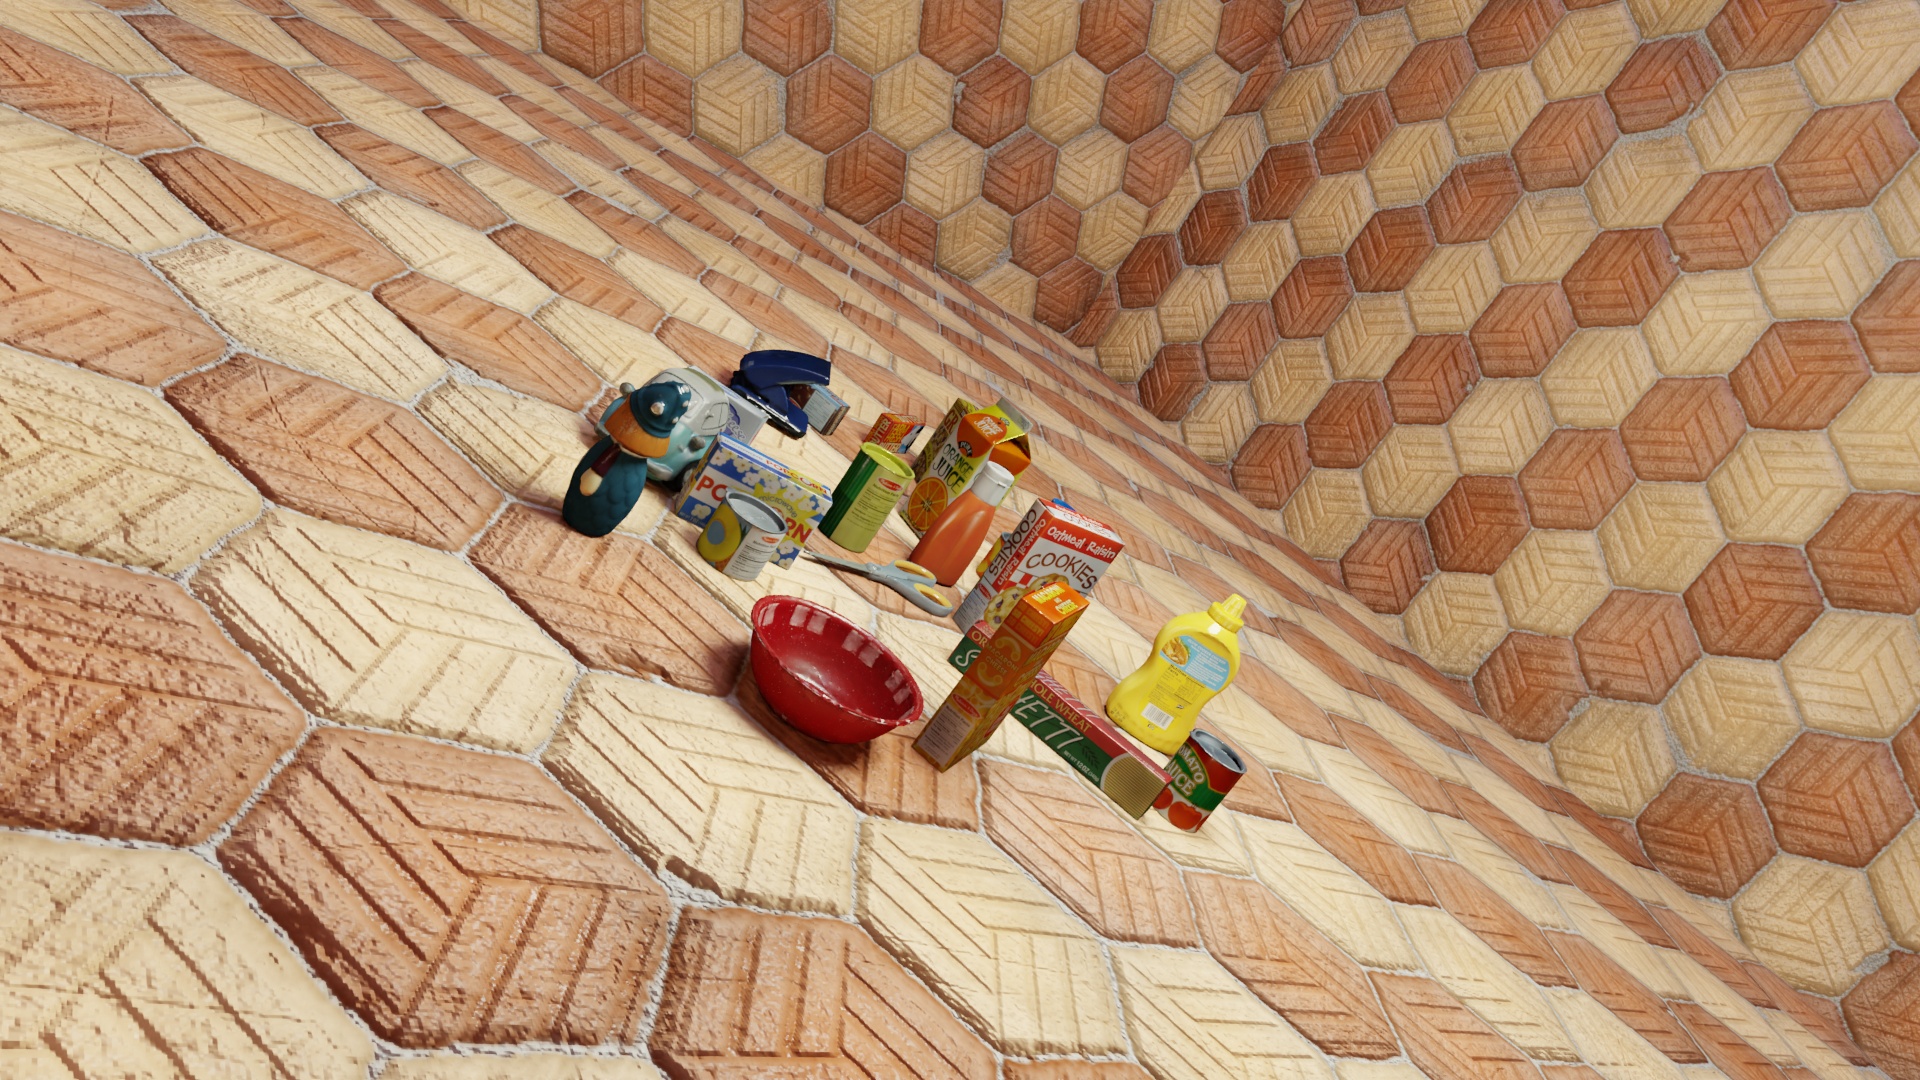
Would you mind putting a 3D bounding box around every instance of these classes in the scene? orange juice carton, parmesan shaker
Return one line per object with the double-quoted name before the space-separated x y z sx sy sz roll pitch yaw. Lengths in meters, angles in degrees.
"orange juice carton" 0.016 -0.081 1.690 0.073 0.192 0.072 19 22 -44
"parmesan shaker" -0.107 -0.047 1.510 0.071 0.102 0.071 32 16 -10

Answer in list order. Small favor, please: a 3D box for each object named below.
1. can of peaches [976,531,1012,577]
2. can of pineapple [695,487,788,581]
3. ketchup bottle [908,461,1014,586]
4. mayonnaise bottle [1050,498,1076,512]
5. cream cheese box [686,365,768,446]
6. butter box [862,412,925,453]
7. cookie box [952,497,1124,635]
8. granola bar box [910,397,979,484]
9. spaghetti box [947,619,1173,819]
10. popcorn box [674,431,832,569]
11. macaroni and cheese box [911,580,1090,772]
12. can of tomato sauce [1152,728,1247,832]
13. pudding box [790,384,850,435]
"can of peaches" 0.062 0.031 1.705 0.071 0.058 0.071 32 16 -10
"can of pineapple" -0.202 -0.005 1.279 0.071 0.057 0.071 32 16 -10
"ketchup bottle" 0.006 -0.020 1.573 0.064 0.148 0.044 25 18 -33
"mayonnaise bottle" 0.081 0.020 1.612 0.041 0.147 0.065 17 24 -49
"cream cheese box" -0.272 -0.145 1.552 0.104 0.053 0.024 35 15 -1
"butter box" -0.091 -0.149 1.926 0.024 0.053 0.103 40 17 18
"cookie box" 0.086 0.043 1.520 0.123 0.167 0.040 20 21 -43
"granola bar box" -0.003 -0.103 1.840 0.039 0.124 0.166 27 17 -26
"spaghetti box" 0.095 0.174 1.373 0.250 0.050 0.029 39 16 14
"popcorn box" -0.198 -0.038 1.332 0.126 0.085 0.038 28 17 -23
"macaroni and cheese box" 0.037 0.115 1.213 0.040 0.166 0.124 38 16 12
"can of tomato sauce" 0.236 0.242 1.400 0.071 0.083 0.071 32 16 -10
"pudding box" -0.192 -0.182 1.826 0.084 0.049 0.030 39 16 16
